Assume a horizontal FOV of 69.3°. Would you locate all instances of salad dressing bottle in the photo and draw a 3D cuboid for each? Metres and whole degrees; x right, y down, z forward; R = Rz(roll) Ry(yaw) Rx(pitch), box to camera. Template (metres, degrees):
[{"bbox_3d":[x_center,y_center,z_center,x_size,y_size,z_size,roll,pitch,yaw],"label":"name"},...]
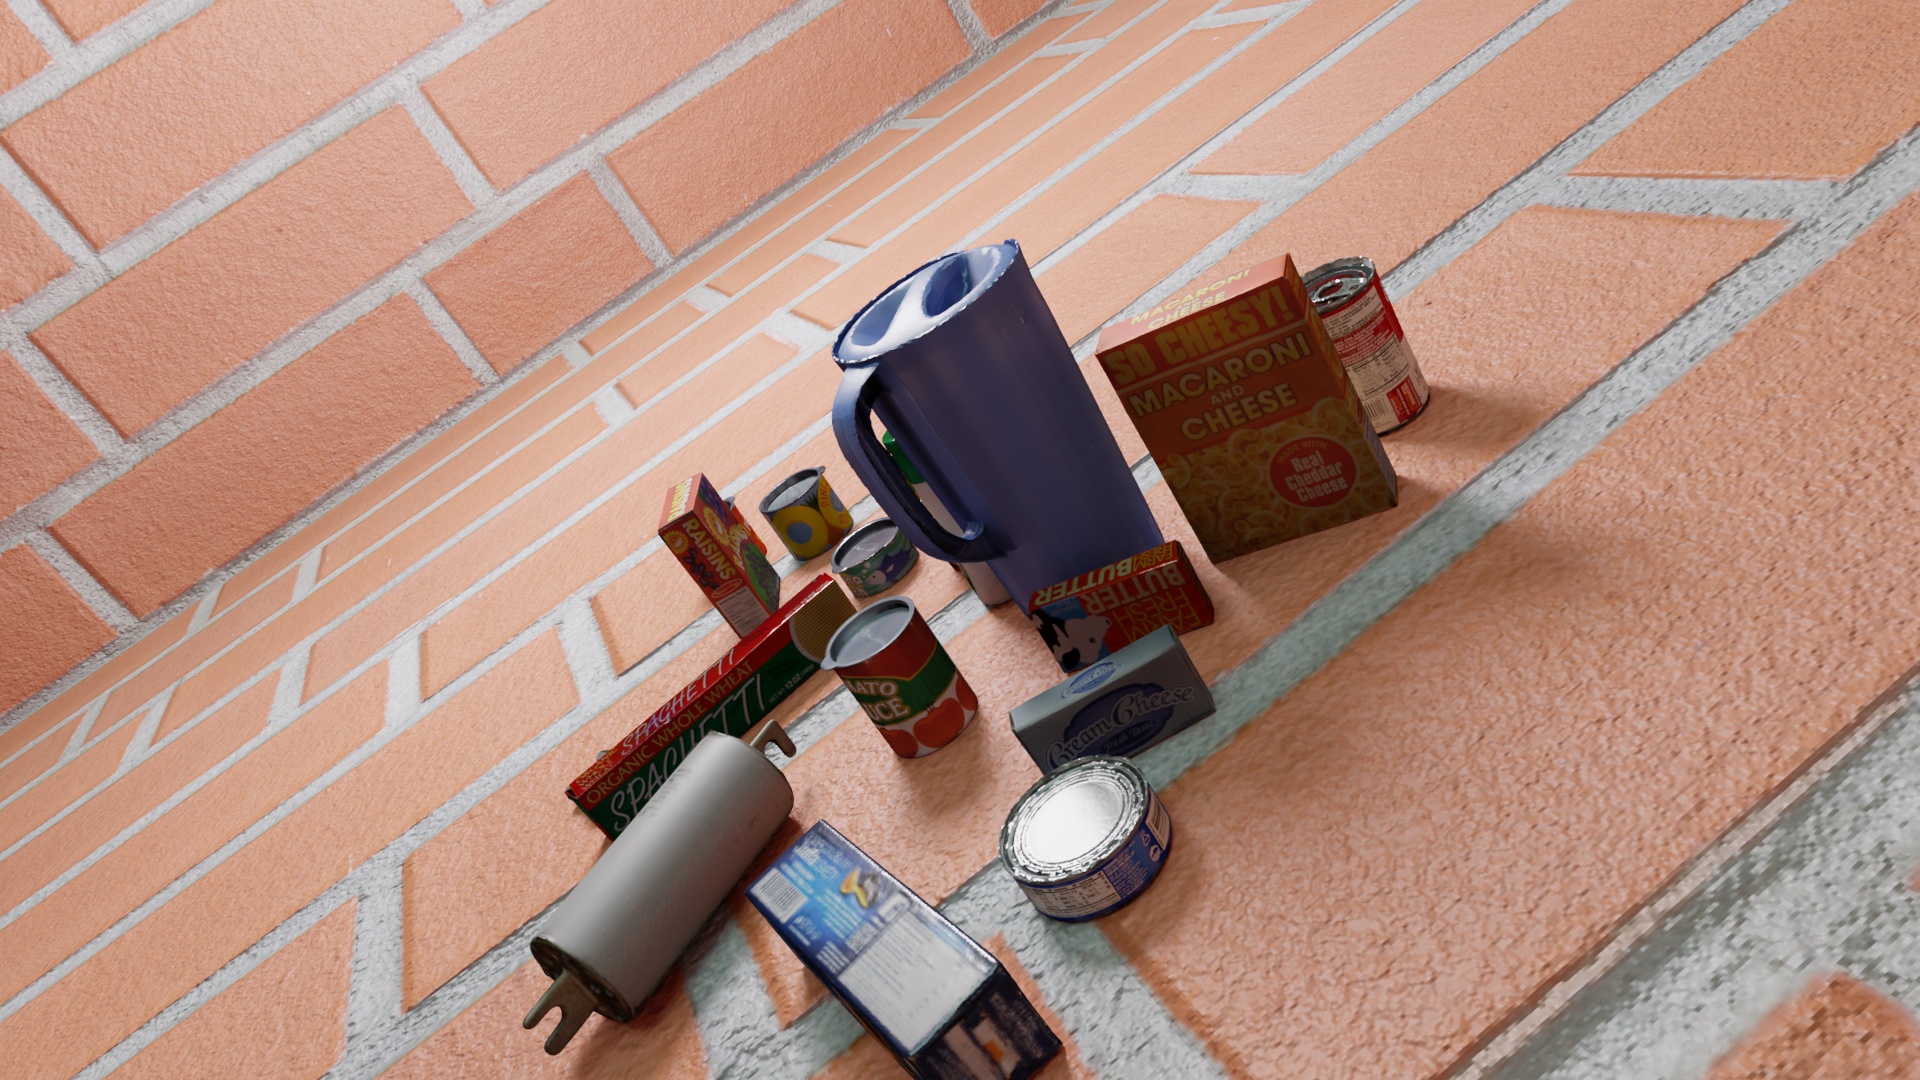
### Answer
[{"bbox_3d":[-0.002,-0.023,0.978,0.044,0.147,0.064,-27,25,13],"label":"salad dressing bottle"}]

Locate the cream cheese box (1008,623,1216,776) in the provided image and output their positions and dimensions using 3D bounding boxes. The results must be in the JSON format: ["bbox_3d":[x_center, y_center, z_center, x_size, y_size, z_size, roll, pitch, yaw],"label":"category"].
[{"bbox_3d":[0.084,0.094,0.770,0.104,0.053,0.024,-30,24,7],"label":"cream cheese box"}]

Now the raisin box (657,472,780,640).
[{"bbox_3d":[-0.205,0.012,1.186,0.040,0.123,0.086,-29,24,9],"label":"raisin box"}]

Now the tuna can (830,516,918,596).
[{"bbox_3d":[-0.071,0.015,1.130,0.071,0.032,0.071,-27,25,14],"label":"tuna can"}]

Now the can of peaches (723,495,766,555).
[{"bbox_3d":[-0.223,0.002,1.307,0.071,0.058,0.071,-27,25,14],"label":"can of peaches"}]

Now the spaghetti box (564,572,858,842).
[{"bbox_3d":[-0.179,0.123,1.038,0.251,0.050,0.029,-41,25,-17],"label":"spaghetti box"}]

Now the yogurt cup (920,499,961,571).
[{"bbox_3d":[0.004,-0.013,1.067,0.072,0.053,0.073,-27,25,14],"label":"yogurt cup"}]

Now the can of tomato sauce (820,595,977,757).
[{"bbox_3d":[-0.038,0.089,0.891,0.071,0.083,0.071,-27,25,14],"label":"can of tomato sauce"}]

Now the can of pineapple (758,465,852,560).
[{"bbox_3d":[-0.138,-0.025,1.254,0.071,0.057,0.071,-27,25,14],"label":"can of pineapple"}]

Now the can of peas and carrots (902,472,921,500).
[{"bbox_3d":[-0.017,-0.054,1.162,0.071,0.058,0.071,-27,25,14],"label":"can of peas and carrots"}]

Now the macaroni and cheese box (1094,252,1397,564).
[{"bbox_3d":[0.174,-0.076,0.842,0.123,0.166,0.040,-20,27,27],"label":"macaroni and cheese box"}]

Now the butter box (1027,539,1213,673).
[{"bbox_3d":[0.098,0.041,0.852,0.103,0.053,0.024,-22,26,23],"label":"butter box"}]
